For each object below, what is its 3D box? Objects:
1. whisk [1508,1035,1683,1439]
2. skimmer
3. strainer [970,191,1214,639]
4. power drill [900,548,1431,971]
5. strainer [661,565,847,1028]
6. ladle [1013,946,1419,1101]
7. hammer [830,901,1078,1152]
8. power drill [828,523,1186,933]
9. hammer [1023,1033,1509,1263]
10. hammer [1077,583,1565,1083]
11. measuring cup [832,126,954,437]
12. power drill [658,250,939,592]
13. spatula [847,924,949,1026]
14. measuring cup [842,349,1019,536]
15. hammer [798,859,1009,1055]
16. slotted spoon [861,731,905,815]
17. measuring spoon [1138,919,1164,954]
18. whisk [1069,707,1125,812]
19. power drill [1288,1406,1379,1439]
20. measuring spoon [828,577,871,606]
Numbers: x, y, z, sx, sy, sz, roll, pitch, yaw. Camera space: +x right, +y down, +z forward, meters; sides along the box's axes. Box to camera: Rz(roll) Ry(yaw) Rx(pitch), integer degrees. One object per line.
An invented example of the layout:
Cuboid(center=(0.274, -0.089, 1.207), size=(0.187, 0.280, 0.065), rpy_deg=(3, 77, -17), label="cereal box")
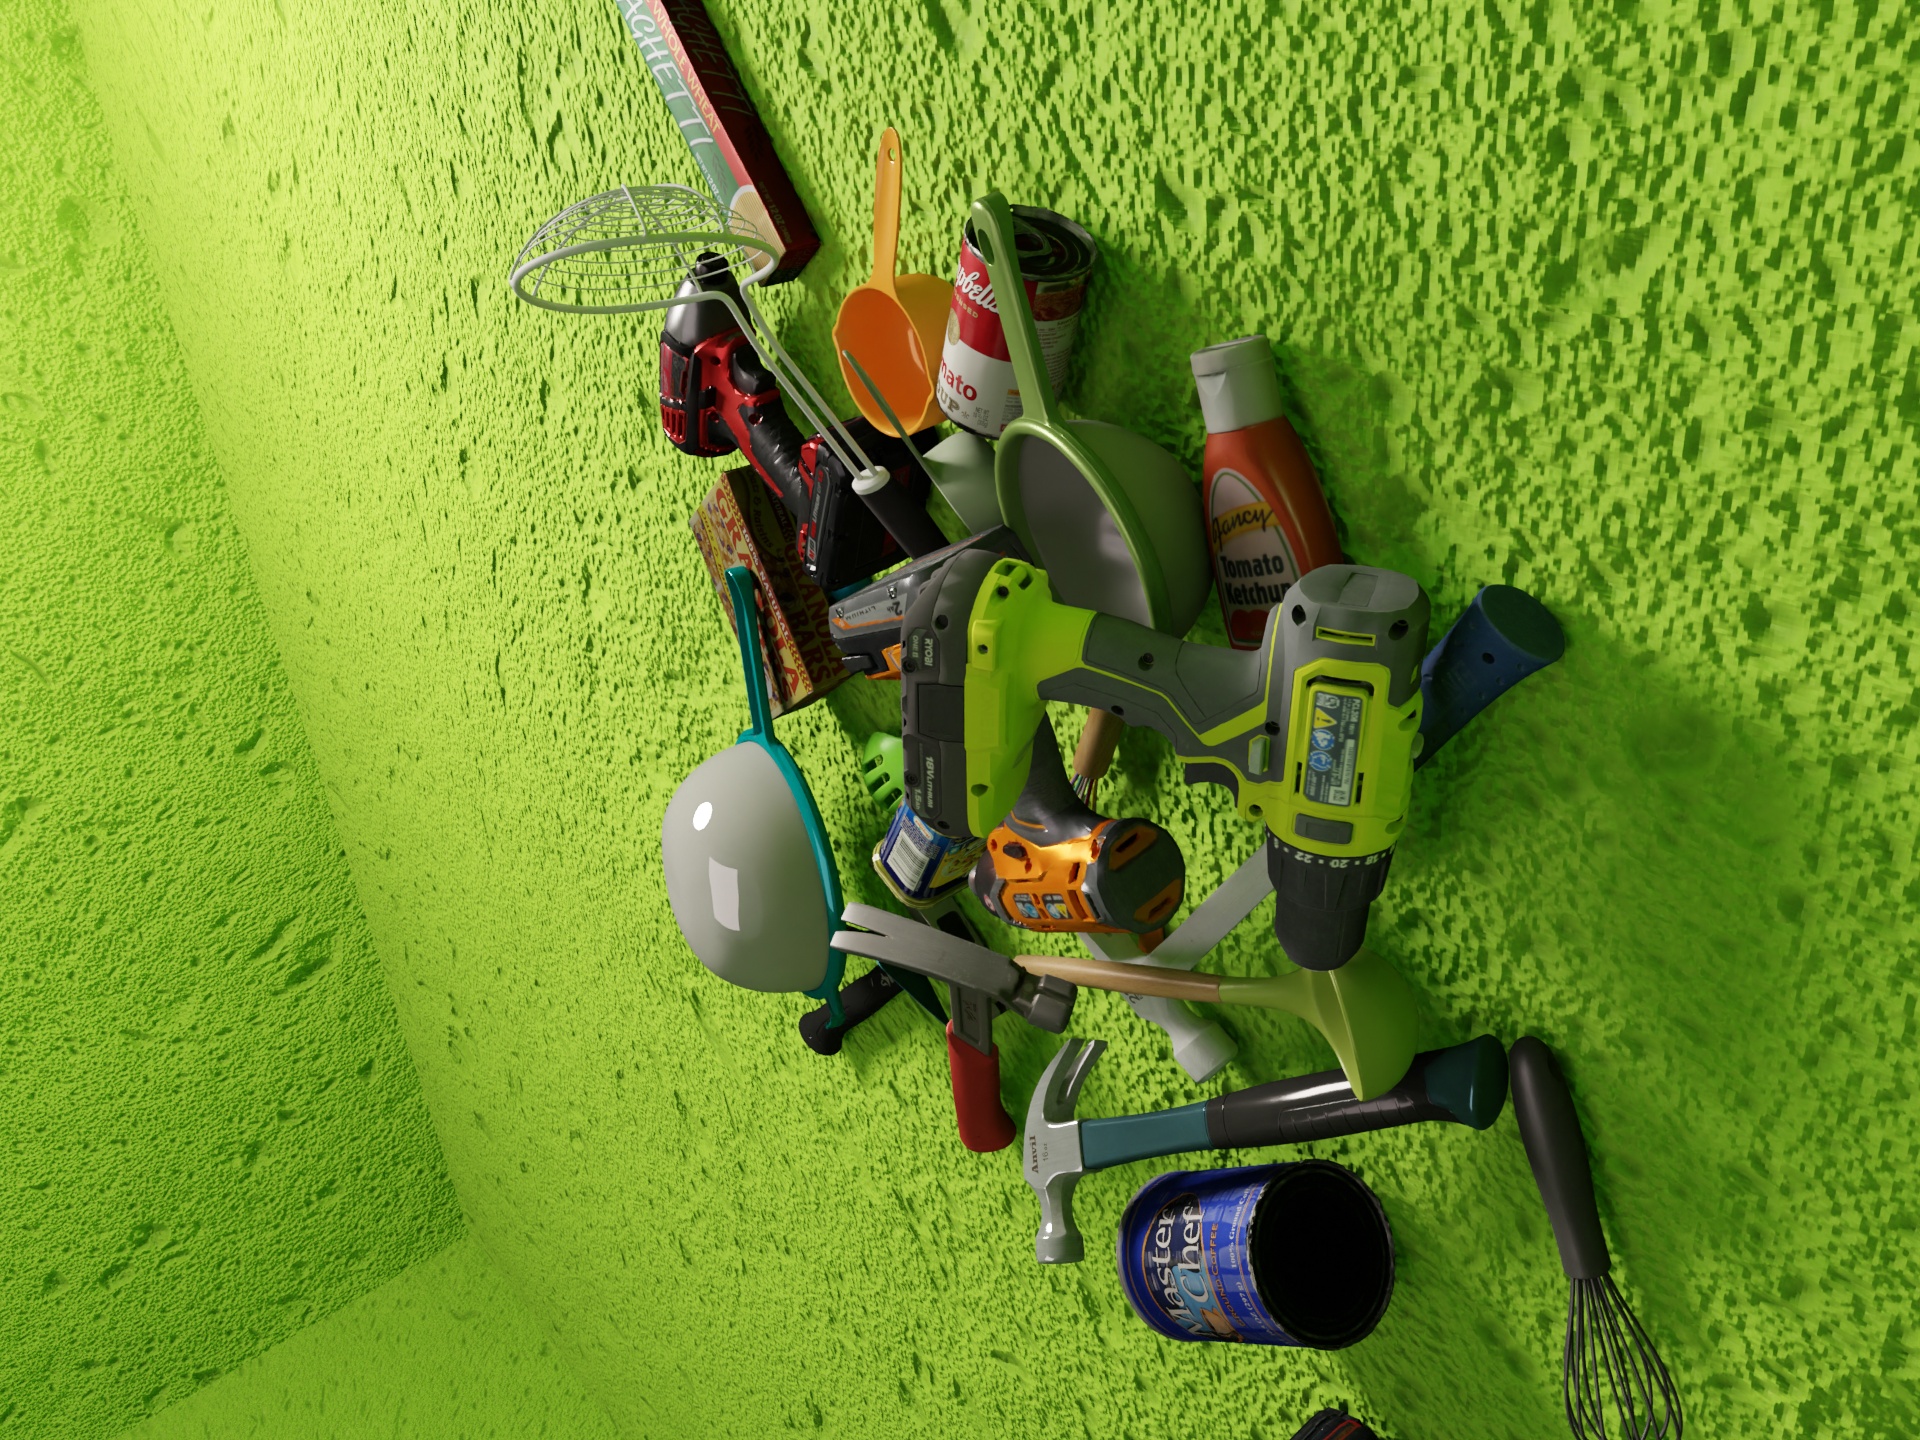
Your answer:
Cuboid(center=(0.302, 0.266, 0.773), size=(0.055, 0.055, 0.239), rpy_deg=(-6, 103, 57), label="whisk")
Cuboid(center=(-0.088, -0.147, 0.857), size=(0.127, 0.090, 0.362), rpy_deg=(-8, 143, 31), label="skimmer")
Cuboid(center=(0.068, -0.141, 0.790), size=(0.152, 0.069, 0.256), rpy_deg=(35, 147, 59), label="strainer")
Cuboid(center=(0.093, 0.015, 0.733), size=(0.228, 0.080, 0.190), rpy_deg=(10, 120, 19), label="power drill")
Cuboid(center=(-0.173, 0.059, 1.160), size=(0.211, 0.095, 0.340), rpy_deg=(33, 134, 56), label="strainer")
Cuboid(center=(0.120, 0.151, 0.878), size=(0.320, 0.062, 0.078), rpy_deg=(-5, 103, 55), label="ladle")
Cuboid(center=(0.000, 0.227, 1.086), size=(0.149, 0.037, 0.358), rpy_deg=(18, 153, 12), label="hammer")
Cuboid(center=(0.018, 0.018, 0.888), size=(0.164, 0.084, 0.226), rpy_deg=(-13, 107, 58), label="power drill")
Cuboid(center=(0.153, 0.222, 0.878), size=(0.331, 0.033, 0.128), rpy_deg=(-26, 62, 45), label="hammer")
Cuboid(center=(0.168, 0.060, 0.827), size=(0.144, 0.035, 0.405), rpy_deg=(48, 144, 13), label="hammer")
Cuboid(center=(-0.024, -0.246, 0.891), size=(0.095, 0.052, 0.173), rpy_deg=(37, 137, 37), label="measuring cup")
Cuboid(center=(-0.117, -0.197, 1.026), size=(0.220, 0.078, 0.143), rpy_deg=(43, 143, 27), label="power drill")
Cuboid(center=(-0.103, 0.173, 1.237), size=(0.082, 0.044, 0.318), rpy_deg=(46, 158, -26), label="spatula")
Cuboid(center=(-0.007, -0.153, 0.870), size=(0.167, 0.038, 0.083), rpy_deg=(48, -171, -45), label="measuring cup")
Cuboid(center=(-0.070, 0.212, 1.292), size=(0.146, 0.035, 0.334), rpy_deg=(59, 148, 9), label="hammer")
Cuboid(center=(-0.002, -0.003, 1.051), size=(0.070, 0.031, 0.313), rpy_deg=(60, 147, 9), label="slotted spoon")
Cuboid(center=(0.115, 0.127, 0.982), size=(0.021, 0.011, 0.116), rpy_deg=(29, 133, 44), label="measuring spoon")
Cuboid(center=(0.069, 0.042, 0.964), size=(0.047, 0.051, 0.244), rpy_deg=(50, 143, 32), label="whisk")
Cuboid(center=(0.298, 0.518, 0.930), size=(0.227, 0.080, 0.188), rpy_deg=(-5, 108, 54), label="power drill")
Cuboid(center=(-0.097, -0.077, 1.141), size=(0.042, 0.021, 0.128), rpy_deg=(56, 147, 14), label="measuring spoon")
